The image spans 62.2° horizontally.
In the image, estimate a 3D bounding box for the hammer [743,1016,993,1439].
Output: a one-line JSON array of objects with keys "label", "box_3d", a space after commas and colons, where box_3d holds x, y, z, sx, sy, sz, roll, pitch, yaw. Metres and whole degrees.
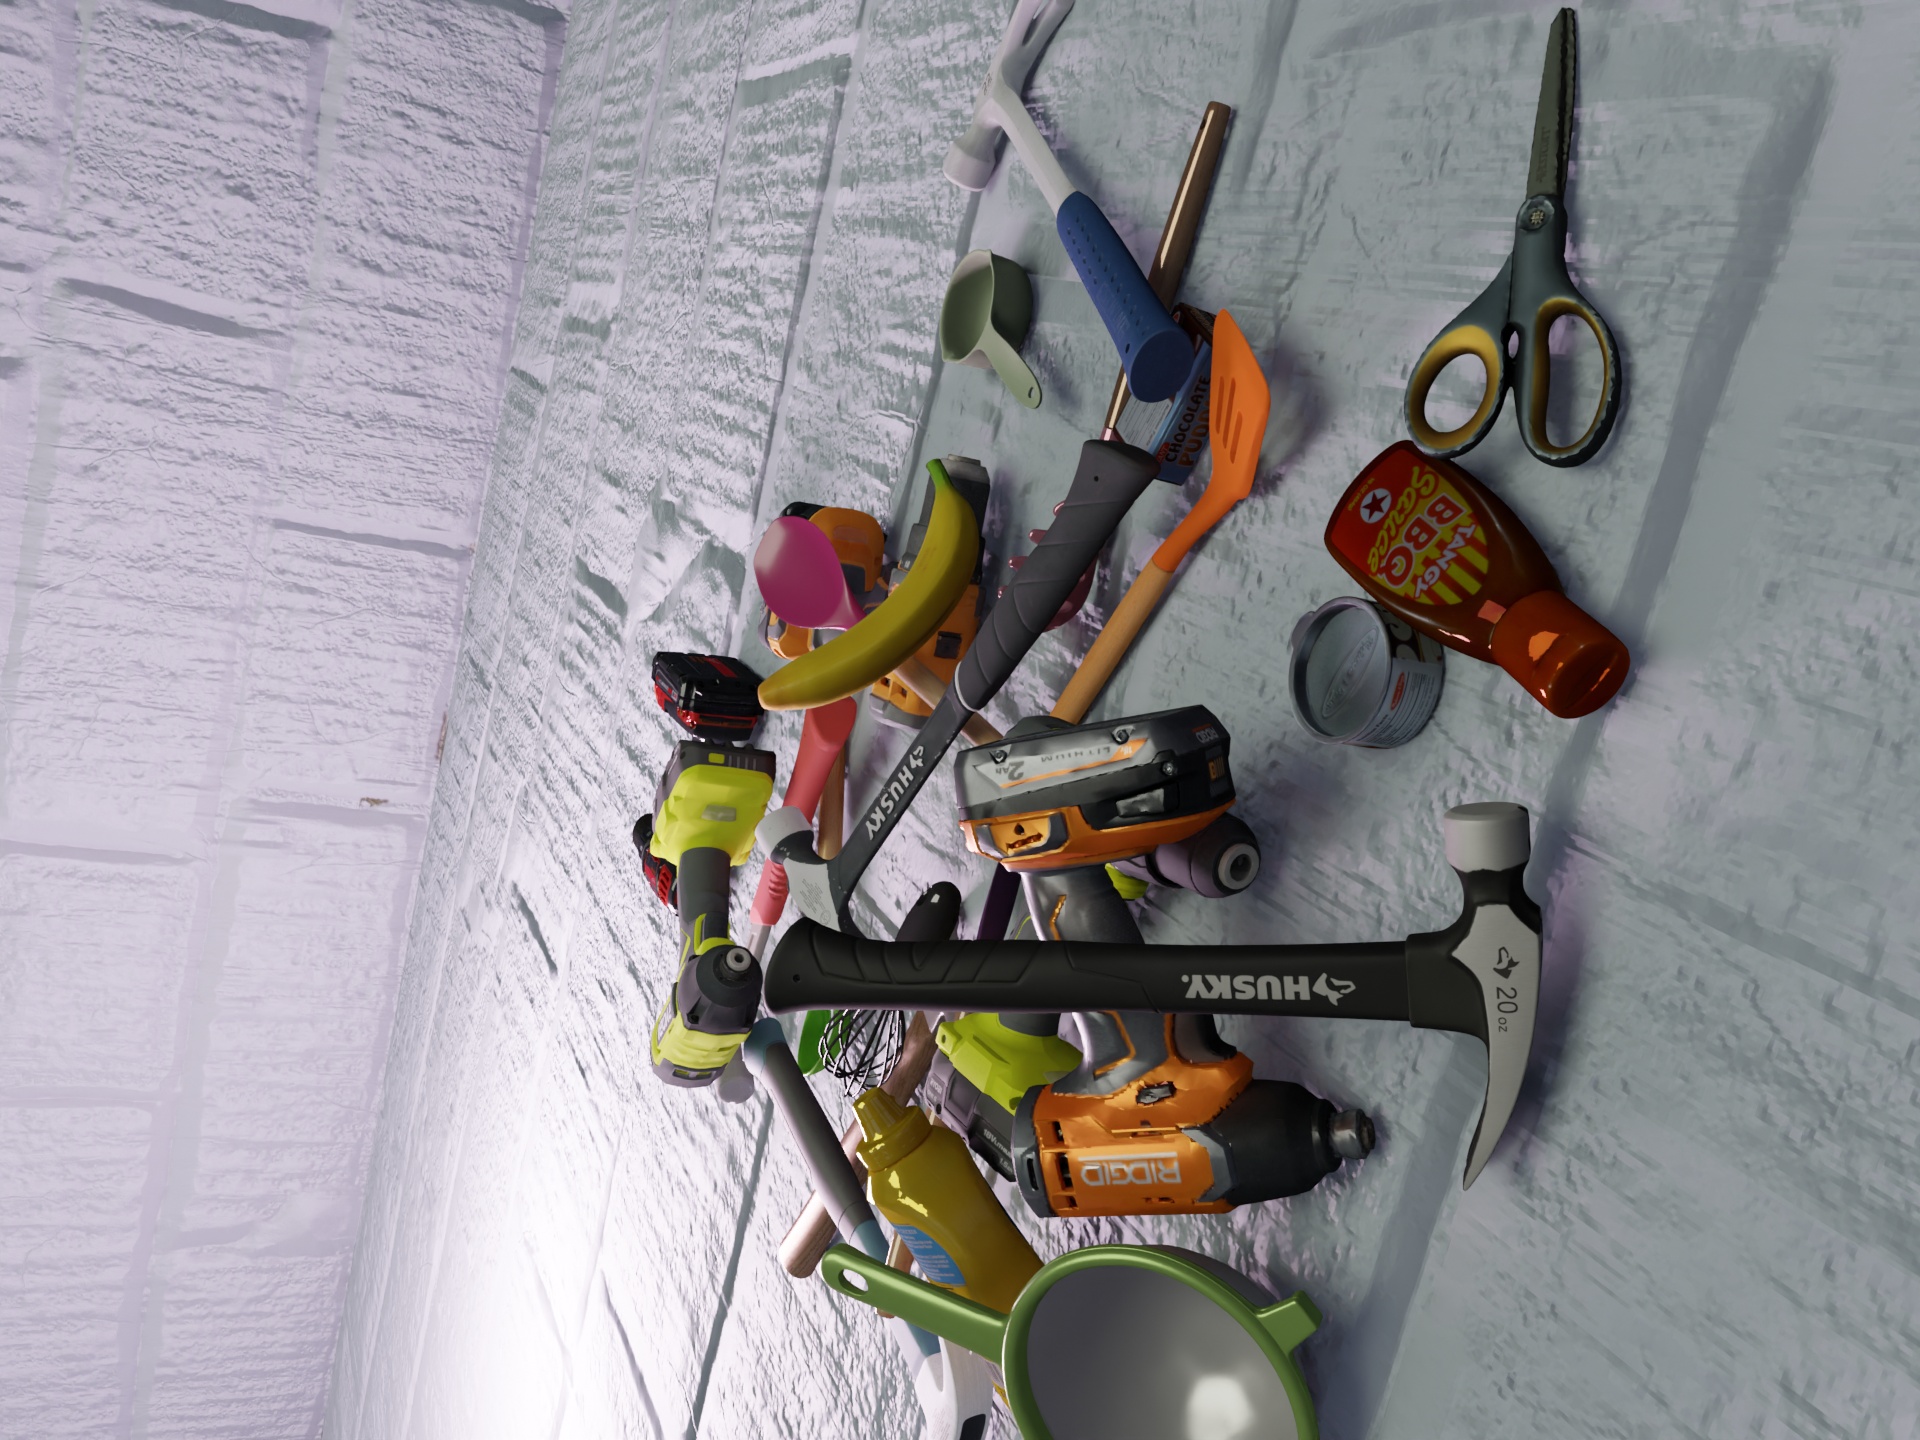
[{"label": "hammer", "box_3d": [-0.069, 0.324, 1.034, 0.331, 0.033, 0.128, 52, 133, 43]}]

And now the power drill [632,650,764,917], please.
[{"label": "power drill", "box_3d": [-0.253, 0.053, 1.465, 0.188, 0.080, 0.226, 33, 116, 60]}]

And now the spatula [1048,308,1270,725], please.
[{"label": "spatula", "box_3d": [0.093, -0.071, 0.878, 0.081, 0.041, 0.322, -104, 33, -43]}]

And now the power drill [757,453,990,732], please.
[{"label": "power drill", "box_3d": [-0.056, -0.104, 1.129, 0.226, 0.084, 0.185, 26, 107, 56]}]

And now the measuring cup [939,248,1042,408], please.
[{"label": "measuring cup", "box_3d": [0.034, -0.246, 1.038, 0.083, 0.038, 0.168, -64, 35, 31]}]

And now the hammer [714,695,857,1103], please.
[{"label": "hammer", "box_3d": [-0.147, 0.124, 1.246, 0.149, 0.036, 0.358, -110, 34, -53]}]

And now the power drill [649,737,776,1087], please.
[{"label": "power drill", "box_3d": [-0.179, 0.132, 1.153, 0.171, 0.080, 0.223, 122, 149, -51]}]

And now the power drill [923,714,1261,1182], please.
[{"label": "power drill", "box_3d": [0.067, 0.124, 0.842, 0.191, 0.080, 0.228, 27, 105, 57]}]

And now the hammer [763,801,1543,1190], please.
[{"label": "hammer", "box_3d": [0.068, 0.113, 0.667, 0.335, 0.035, 0.146, -3, 97, 22]}]

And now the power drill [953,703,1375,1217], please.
[{"label": "power drill", "box_3d": [0.090, 0.112, 0.720, 0.164, 0.084, 0.226, -10, 91, 27]}]

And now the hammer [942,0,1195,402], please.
[{"label": "hammer", "box_3d": [0.066, -0.316, 0.957, 0.144, 0.035, 0.406, -62, 28, 33]}]

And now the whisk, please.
[{"label": "whisk", "box_3d": [-0.040, 0.163, 0.959, 0.238, 0.055, 0.055, 116, 148, -48]}]

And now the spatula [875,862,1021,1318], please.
[{"label": "spatula", "box_3d": [-0.002, 0.197, 0.940, 0.059, 0.018, 0.316, 25, -99, -73]}]

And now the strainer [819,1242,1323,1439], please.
[{"label": "strainer", "box_3d": [0.054, 0.288, 0.751, 0.256, 0.069, 0.151, 11, 107, 30]}]

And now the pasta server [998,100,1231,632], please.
[{"label": "pasta server", "box_3d": [0.092, -0.195, 0.914, 0.060, 0.040, 0.316, 43, 120, 57]}]

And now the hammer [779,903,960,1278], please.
[{"label": "hammer", "box_3d": [-0.058, 0.278, 1.085, 0.331, 0.031, 0.130, -63, 33, 33]}]

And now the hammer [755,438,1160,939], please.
[{"label": "hammer", "box_3d": [-0.002, -0.003, 0.948, 0.149, 0.036, 0.408, 55, 130, 26]}]

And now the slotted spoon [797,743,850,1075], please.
[{"label": "slotted spoon", "box_3d": [-0.099, 0.111, 1.209, 0.070, 0.031, 0.314, -30, 56, 59]}]

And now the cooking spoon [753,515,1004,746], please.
[{"label": "cooking spoon", "box_3d": [-0.045, -0.043, 1.032, 0.319, 0.017, 0.068, 42, 109, 37]}]
